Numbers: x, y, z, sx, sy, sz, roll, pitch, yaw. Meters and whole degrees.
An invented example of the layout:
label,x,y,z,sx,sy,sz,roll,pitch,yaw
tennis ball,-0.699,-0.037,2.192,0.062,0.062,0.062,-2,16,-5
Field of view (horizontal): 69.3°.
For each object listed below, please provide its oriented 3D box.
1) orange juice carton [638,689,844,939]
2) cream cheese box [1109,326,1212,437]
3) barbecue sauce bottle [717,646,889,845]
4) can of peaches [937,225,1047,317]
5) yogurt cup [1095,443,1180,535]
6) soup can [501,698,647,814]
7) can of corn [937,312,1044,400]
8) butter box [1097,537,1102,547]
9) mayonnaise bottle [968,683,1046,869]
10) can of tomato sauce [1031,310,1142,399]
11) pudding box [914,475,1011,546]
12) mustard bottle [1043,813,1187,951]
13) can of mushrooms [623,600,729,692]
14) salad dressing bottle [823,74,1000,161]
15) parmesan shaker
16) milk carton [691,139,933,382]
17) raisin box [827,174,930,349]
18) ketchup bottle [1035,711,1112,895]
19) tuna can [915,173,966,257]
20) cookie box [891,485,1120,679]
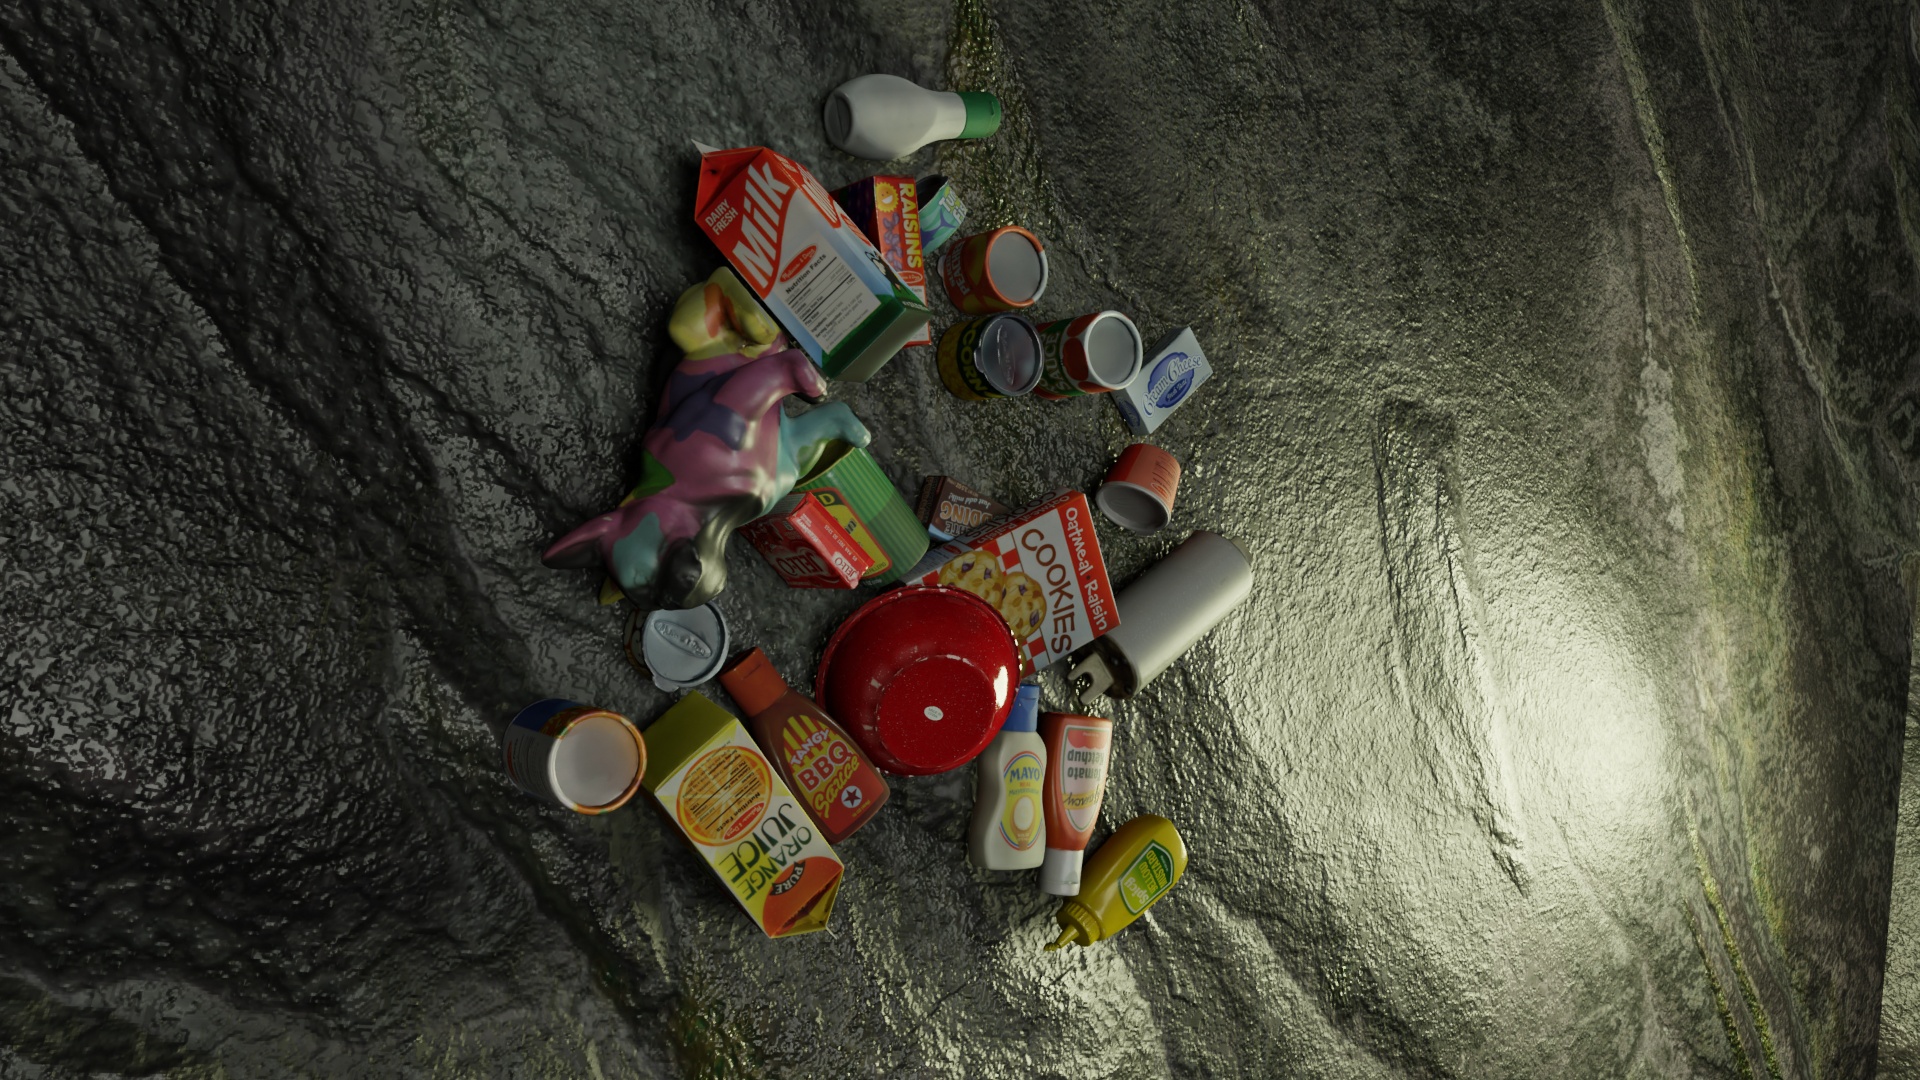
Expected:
label,x,y,z,sx,sy,sz,roll,pitch,yaw
orange juice carton,-0.147,0.202,0.959,0.073,0.072,0.192,-42,121,-20
cream cheese box,0.181,-0.144,1.254,0.104,0.024,0.053,-43,112,-29
barbecue sauce bottle,-0.117,0.145,1.002,0.065,0.043,0.148,-40,101,-25
can of peaches,0.026,-0.217,1.118,0.071,0.058,0.071,0,90,-37
yogurt cup,0.158,-0.048,1.212,0.072,0.072,0.054,43,57,-28
soup can,-0.246,0.137,0.893,0.071,0.083,0.071,1,89,-37
can of corn,0.022,-0.146,1.113,0.071,0.058,0.071,0,90,-37
butter box,0.076,0.029,1.173,0.053,0.024,0.104,41,66,-28
mayonnaise bottle,0.042,0.191,1.134,0.065,0.041,0.148,6,86,-35
can of tomato sauce,0.098,-0.153,1.156,0.071,0.083,0.071,1,89,-37
pudding box,0.004,-0.014,1.116,0.083,0.030,0.050,28,75,-33
mustard bottle,0.129,0.303,1.193,0.161,0.048,0.065,-37,109,-31
can of mushrooms,-0.198,0.070,0.962,0.071,0.033,0.071,0,89,-38
salad dressing bottle,-0.035,-0.331,1.085,0.148,0.044,0.064,-15,96,-37
parmesan shaker,-0.075,-0.022,1.031,0.071,0.071,0.103,-49,117,-26
milk carton,-0.113,-0.204,0.965,0.190,0.073,0.072,49,14,5
raisin box,-0.065,-0.202,1.032,0.040,0.086,0.123,-8,94,-35
ketchup bottle,0.090,0.220,1.169,0.065,0.043,0.149,11,83,-34
tuna can,-0.028,-0.249,1.070,0.032,0.071,0.071,48,63,-28
cookie box,0.038,0.046,1.103,0.168,0.040,0.122,-27,115,-21
